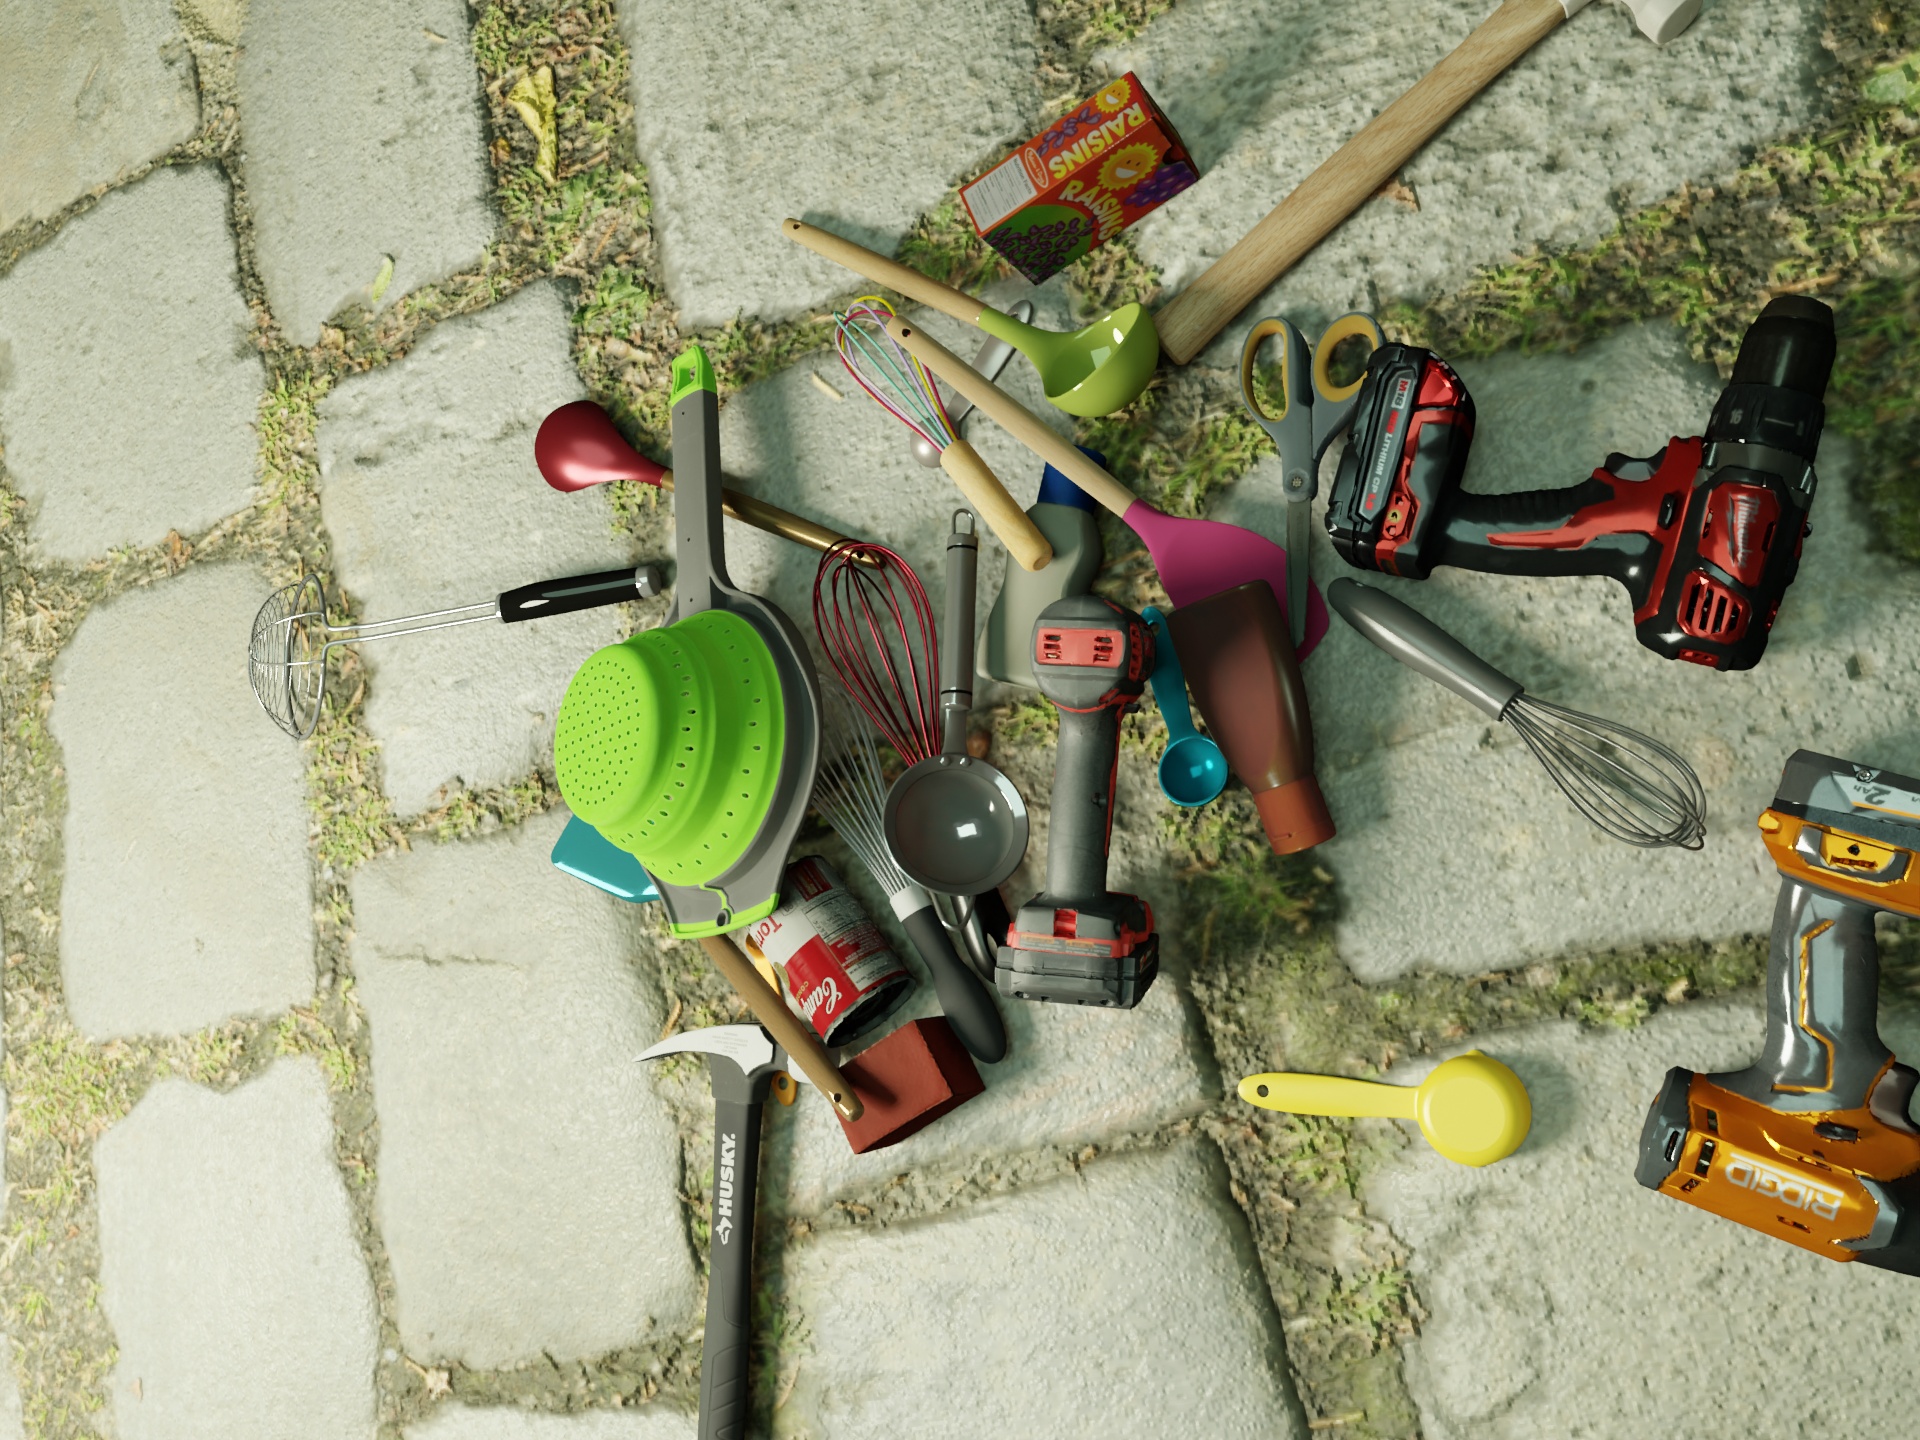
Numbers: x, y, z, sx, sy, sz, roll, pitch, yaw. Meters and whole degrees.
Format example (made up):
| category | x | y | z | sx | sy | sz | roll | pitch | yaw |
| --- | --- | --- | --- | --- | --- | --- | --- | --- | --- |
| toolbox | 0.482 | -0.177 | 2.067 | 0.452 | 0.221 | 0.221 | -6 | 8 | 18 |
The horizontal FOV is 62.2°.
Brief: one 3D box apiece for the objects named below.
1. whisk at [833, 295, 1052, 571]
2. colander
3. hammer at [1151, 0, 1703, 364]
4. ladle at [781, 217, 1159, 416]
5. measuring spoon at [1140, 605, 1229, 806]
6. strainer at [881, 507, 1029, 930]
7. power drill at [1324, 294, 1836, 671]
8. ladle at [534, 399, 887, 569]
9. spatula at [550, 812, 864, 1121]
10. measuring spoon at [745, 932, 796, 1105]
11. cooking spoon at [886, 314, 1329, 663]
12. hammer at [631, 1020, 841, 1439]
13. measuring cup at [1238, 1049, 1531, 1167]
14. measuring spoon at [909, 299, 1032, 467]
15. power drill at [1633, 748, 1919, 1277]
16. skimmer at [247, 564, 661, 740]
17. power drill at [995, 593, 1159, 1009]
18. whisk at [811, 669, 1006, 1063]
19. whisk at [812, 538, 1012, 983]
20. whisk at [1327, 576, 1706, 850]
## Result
| category | x | y | z | sx | sy | sz | roll | pitch | yaw |
| --- | --- | --- | --- | --- | --- | --- | --- | --- | --- |
| whisk | -0.014 | -0.183 | 0.986 | 0.047 | 0.051 | 0.245 | -38 | 61 | 6 |
| colander | -0.191 | -0.065 | 1.004 | 0.204 | 0.094 | 0.397 | -20 | 68 | 41 |
| hammer | 0.240 | -0.330 | 0.910 | 0.331 | 0.031 | 0.130 | -40 | 69 | 17 |
| ladle | -0.007 | -0.271 | 1.003 | 0.320 | 0.062 | 0.078 | 33 | 79 | 31 |
| measuring spoon | 0.129 | -0.008 | 0.939 | 0.042 | 0.021 | 0.129 | -21 | 66 | 21 |
| strainer | -0.001 | -0.003 | 0.942 | 0.087 | 0.050 | 0.258 | 4 | 77 | -9 |
| power drill | 0.323 | -0.139 | 0.825 | 0.227 | 0.080 | 0.188 | 16 | 91 | 24 |
| ladle | -0.182 | -0.158 | 1.099 | 0.315 | 0.031 | 0.069 | 23 | 94 | 25 |
| spatula | -0.160 | 0.148 | 1.021 | 0.318 | 0.044 | 0.082 | 40 | 98 | 39 |
| measuring spoon | -0.124 | 0.193 | 1.037 | 0.021 | 0.011 | 0.117 | -17 | 77 | 23 |
| cooking spoon | 0.080 | -0.141 | 0.935 | 0.319 | 0.017 | 0.068 | 39 | 100 | 9 |
| hammer | -0.152 | 0.360 | 1.016 | 0.146 | 0.035 | 0.335 | 1 | 86 | 30 |
| measuring cup | 0.224 | 0.206 | 0.856 | 0.156 | 0.029 | 0.062 | -1 | 84 | 24 |
| measuring spoon | 0.006 | -0.218 | 1.017 | 0.034 | 0.018 | 0.124 | 39 | 100 | 24 |
| power drill | 0.429 | 0.141 | 0.739 | 0.164 | 0.084 | 0.226 | 18 | 97 | 26 |
| skimmer | -0.378 | -0.068 | 1.182 | 0.363 | 0.090 | 0.127 | -9 | 78 | 15 |
| power drill | 0.073 | 0.042 | 0.894 | 0.078 | 0.143 | 0.219 | 3 | 91 | 13 |
| whisk | -0.045 | 0.085 | 0.991 | 0.070 | 0.070 | 0.285 | -35 | 76 | 18 |
| whisk | -0.022 | 0.021 | 0.982 | 0.073 | 0.073 | 0.296 | -24 | 80 | 22 |
| whisk | 0.288 | -0.008 | 0.841 | 0.239 | 0.055 | 0.055 | 40 | 102 | 29 |
